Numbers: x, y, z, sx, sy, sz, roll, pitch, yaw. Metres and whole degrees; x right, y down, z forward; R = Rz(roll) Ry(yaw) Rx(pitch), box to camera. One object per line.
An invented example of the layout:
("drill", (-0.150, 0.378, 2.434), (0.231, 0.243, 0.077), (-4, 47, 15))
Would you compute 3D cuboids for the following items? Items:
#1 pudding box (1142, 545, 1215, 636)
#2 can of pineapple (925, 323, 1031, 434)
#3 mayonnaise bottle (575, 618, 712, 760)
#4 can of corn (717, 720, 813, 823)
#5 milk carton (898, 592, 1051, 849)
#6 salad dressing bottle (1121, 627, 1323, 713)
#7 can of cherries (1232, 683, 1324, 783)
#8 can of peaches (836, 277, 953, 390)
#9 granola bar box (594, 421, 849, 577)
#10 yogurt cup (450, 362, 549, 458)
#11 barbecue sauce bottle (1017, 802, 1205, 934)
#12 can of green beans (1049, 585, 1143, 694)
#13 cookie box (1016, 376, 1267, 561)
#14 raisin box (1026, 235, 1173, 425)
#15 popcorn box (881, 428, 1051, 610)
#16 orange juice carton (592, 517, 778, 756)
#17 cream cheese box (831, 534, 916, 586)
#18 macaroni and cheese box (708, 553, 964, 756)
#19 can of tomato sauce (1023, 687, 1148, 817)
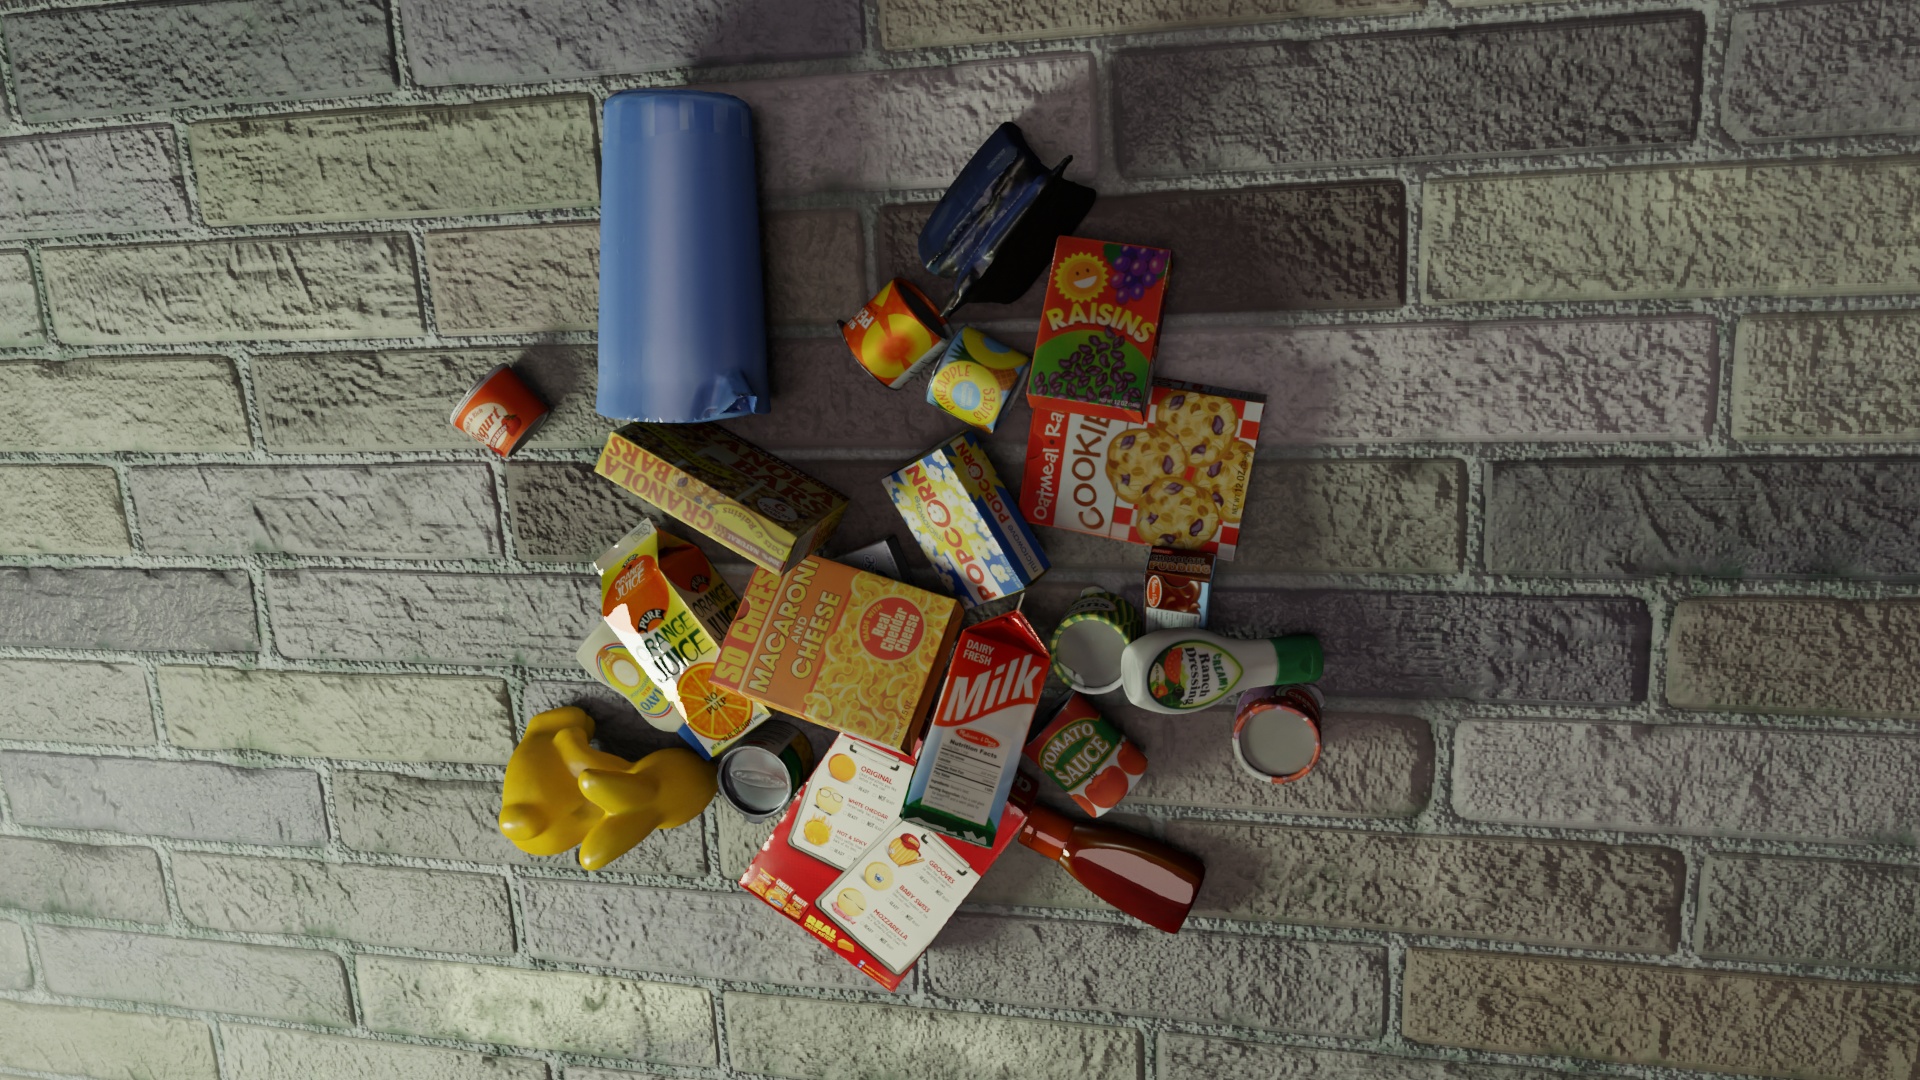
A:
("pudding box", (0.165, 0.044, 1.052), (0.050, 0.030, 0.083), (8, 139, 13))
("can of pineapple", (0.013, -0.120, 1.046), (0.058, 0.071, 0.070), (28, 110, 5))
("mayonnaise bottle", (-0.259, 0.127, 1.198), (0.148, 0.041, 0.064), (43, 109, 1))
("can of corn", (-0.165, 0.196, 1.183), (0.071, 0.058, 0.071), (4, 106, 13))
("milk carton", (0.017, 0.133, 1.070), (0.073, 0.072, 0.191), (19, 80, -1))
("salad dressing bottle", (0.197, 0.094, 1.040), (0.148, 0.044, 0.064), (-5, 99, -12))
("can of cherries", (0.245, 0.143, 1.063), (0.071, 0.058, 0.071), (4, 106, 14))
("can of peaches", (-0.049, -0.159, 1.053), (0.058, 0.071, 0.071), (-39, 93, 20))
("granola bar box", (-0.182, -0.043, 1.088), (0.165, 0.124, 0.039), (29, 110, 5))
("yogurt cup", (-0.380, -0.106, 1.156), (0.054, 0.073, 0.072), (41, 111, -8))
("barbecue sauce bottle", (0.121, 0.262, 1.136), (0.148, 0.044, 0.064), (24, 109, 8))
("can of green beans", (0.106, 0.080, 1.082), (0.071, 0.058, 0.071), (4, 106, 13))
("cookie box", (0.135, -0.062, 1.046), (0.167, 0.040, 0.122), (11, 107, 11))
("raisin box", (0.102, -0.152, 1.005), (0.086, 0.040, 0.123), (10, 81, 12))
("popcorn box", (0.004, -0.013, 1.075), (0.085, 0.038, 0.126), (-23, 99, 51))
("orange juice carton", (-0.226, 0.076, 1.159), (0.071, 0.073, 0.192), (-36, 93, 21))
("cream cheese box", (-0.060, 0.052, 1.136), (0.053, 0.024, 0.103), (-20, 99, 20))
("macaroni and cheese box", (-0.097, 0.082, 1.084), (0.166, 0.040, 0.124), (17, 75, 15))
("can of tomato sauce", (0.098, 0.169, 1.102), (0.083, 0.071, 0.071), (44, 111, -1))
